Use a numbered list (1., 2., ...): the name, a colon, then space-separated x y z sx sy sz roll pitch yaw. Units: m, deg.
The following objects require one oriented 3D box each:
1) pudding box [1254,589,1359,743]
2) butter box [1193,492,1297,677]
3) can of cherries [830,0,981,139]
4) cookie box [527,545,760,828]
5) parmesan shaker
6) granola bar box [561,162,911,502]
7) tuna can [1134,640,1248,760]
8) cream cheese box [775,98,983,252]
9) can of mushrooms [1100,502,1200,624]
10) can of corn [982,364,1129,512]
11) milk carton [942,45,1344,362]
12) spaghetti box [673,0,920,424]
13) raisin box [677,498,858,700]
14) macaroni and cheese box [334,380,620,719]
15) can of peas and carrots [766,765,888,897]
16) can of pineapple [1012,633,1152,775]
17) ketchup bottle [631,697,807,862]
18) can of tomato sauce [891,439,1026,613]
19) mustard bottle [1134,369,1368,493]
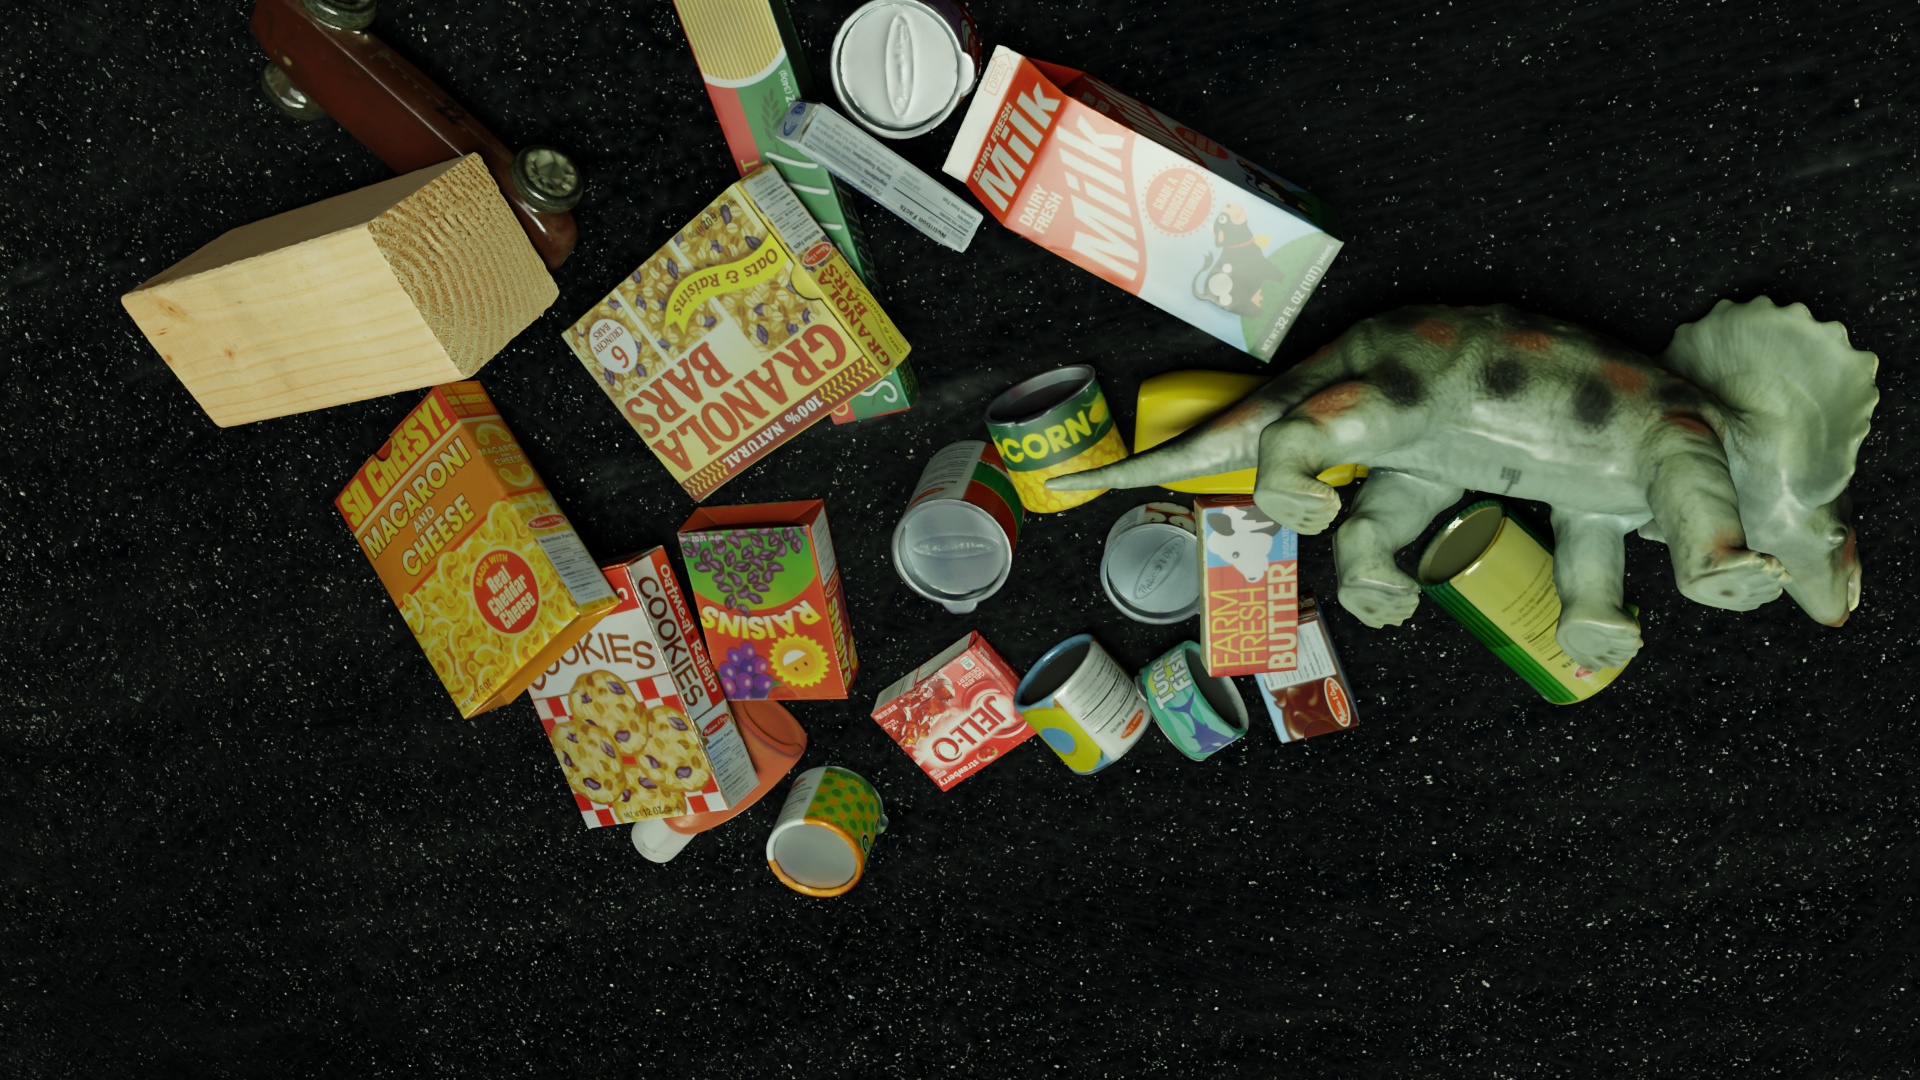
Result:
1. pudding box: 0.200 0.076 0.826 0.049 0.030 0.083 -18 112 18
2. butter box: 0.160 0.024 0.774 0.053 0.024 0.103 -6 109 1
3. can of cherries: -0.023 -0.238 0.692 0.071 0.059 0.071 4 117 9
4. cookie box: -0.214 0.096 0.881 0.123 0.040 0.167 -13 103 30
5. parmesan shaker: 0.311 0.031 0.762 0.103 0.071 0.071 40 117 -9
6. granola bar box: -0.127 -0.108 0.765 0.165 0.039 0.124 -29 104 37
7. tuna can: 0.138 0.093 0.825 0.032 0.071 0.071 -37 105 24
8. cream cheese box: -0.041 -0.186 0.706 0.104 0.053 0.024 29 97 -25
9. can of mushrooms: 0.118 0.014 0.808 0.071 0.033 0.070 4 117 9
10. can of corn: 0.053 -0.055 0.764 0.071 0.071 0.058 -18 113 19
11. milk carton: 0.089 -0.172 0.695 0.190 0.074 0.072 26 119 -3
12. spaghetti box: -0.084 -0.181 0.750 0.050 0.029 0.249 -12 114 18
13. raisin box: -0.117 0.039 0.864 0.086 0.040 0.122 -3 117 12
14. macaroni and cheese box: -0.297 0.005 0.845 0.123 0.040 0.166 -39 80 26
15. can of peas and carrots: -0.088 0.196 0.928 0.071 0.059 0.070 5 118 9
16. can of pineapple: 0.073 0.099 0.843 0.071 0.071 0.058 -36 105 25
17. ketchup bottle: -0.169 0.163 0.935 0.064 0.044 0.148 42 117 -5
18. can of tomato sauce: 0.003 -0.010 0.790 0.071 0.083 0.070 5 118 9
19. mustard bottle: 0.175 -0.056 0.752 0.160 0.049 0.065 5 116 7
